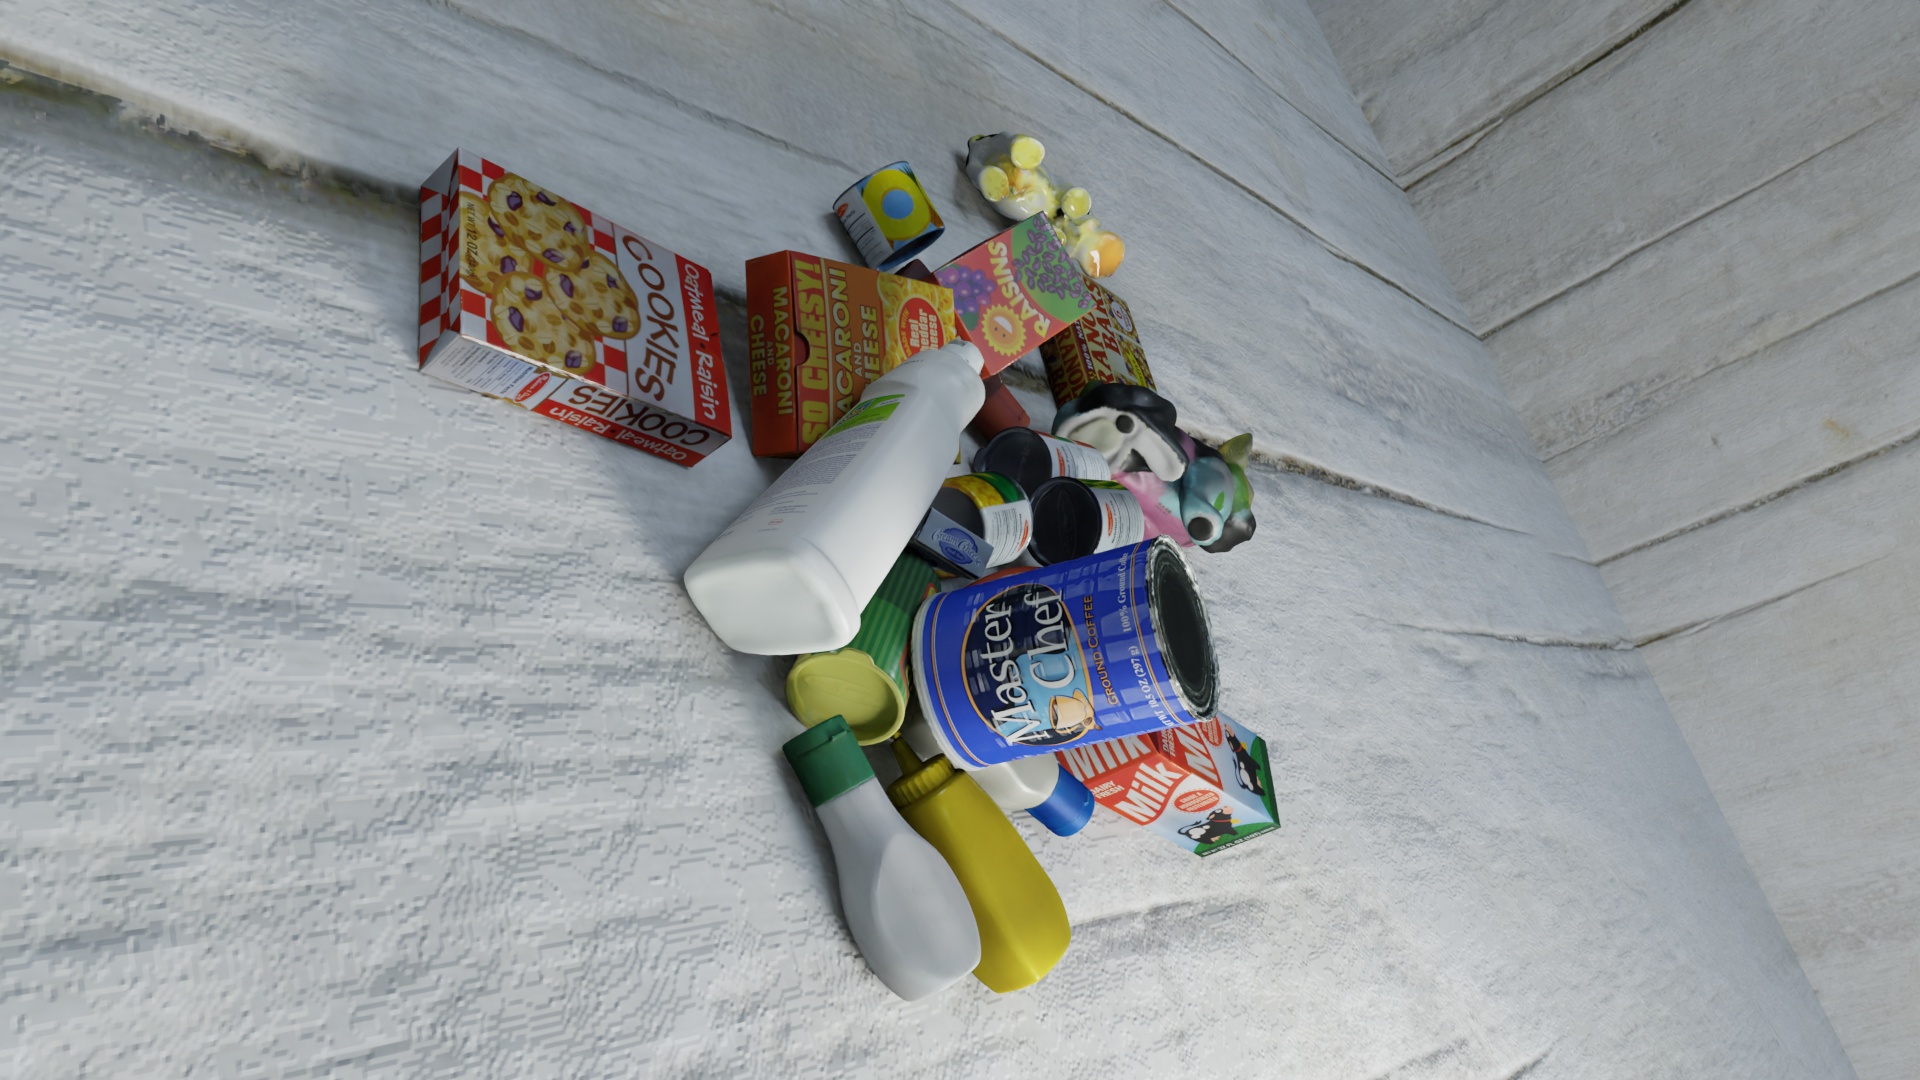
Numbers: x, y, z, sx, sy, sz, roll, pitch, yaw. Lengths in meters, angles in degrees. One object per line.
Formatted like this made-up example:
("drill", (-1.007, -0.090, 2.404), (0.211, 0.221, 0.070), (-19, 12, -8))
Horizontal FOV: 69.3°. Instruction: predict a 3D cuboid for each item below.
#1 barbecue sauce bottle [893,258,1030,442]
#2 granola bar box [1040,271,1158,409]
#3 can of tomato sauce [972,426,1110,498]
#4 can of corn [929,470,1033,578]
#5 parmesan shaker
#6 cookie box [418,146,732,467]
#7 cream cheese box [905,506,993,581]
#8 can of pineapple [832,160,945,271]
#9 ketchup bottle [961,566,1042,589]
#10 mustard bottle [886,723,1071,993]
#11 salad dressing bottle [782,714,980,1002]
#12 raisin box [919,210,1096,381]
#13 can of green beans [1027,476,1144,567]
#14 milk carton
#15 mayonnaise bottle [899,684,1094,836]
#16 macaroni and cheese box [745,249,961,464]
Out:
("barbecue sauce bottle", (-0.006, -0.135, 1.034), (0.148, 0.043, 0.065), (50, 41, -15))
("granola bar box", (0.123, -0.161, 1.240), (0.124, 0.039, 0.166), (18, 49, -47))
("can of tomato sauce", (0.061, -0.047, 1.033), (0.083, 0.071, 0.071), (7, 58, -53))
("can of corn", (0.003, -0.012, 0.922), (0.058, 0.071, 0.071), (-13, 75, -57))
("parmesan shaker", (-0.051, 0.054, 0.780), (0.071, 0.071, 0.103), (46, 33, -20))
("cookie box", (-0.203, -0.121, 0.747), (0.167, 0.040, 0.123), (21, 47, -45))
("cream cheese box", (-0.031, -0.005, 0.843), (0.053, 0.104, 0.024), (33, 80, -34))
("can of pineapple", (-0.051, -0.242, 1.037), (0.058, 0.071, 0.071), (59, 31, -1))
("ketchup bottle", (0.048, 0.046, 0.954), (0.065, 0.043, 0.149), (56, 30, 7))
("mustard bottle", (0.001, 0.170, 0.775), (0.160, 0.048, 0.065), (59, 33, 1))
("salad dressing bottle", (-0.043, 0.163, 0.724), (0.064, 0.043, 0.147), (-22, 81, -45))
("raisin box", (0.031, -0.177, 1.015), (0.124, 0.040, 0.086), (-37, 101, -35))
("can of green beans", (0.086, -0.011, 0.969), (0.058, 0.071, 0.071), (2, 62, -52))
("milk carton", (0.137, 0.148, 0.963), (0.190, 0.072, 0.074), (33, 40, -36))
("mayonnaise bottle", (0.023, 0.130, 0.850), (0.148, 0.041, 0.065), (42, 37, -27))
("macaroni and cheese box", (-0.064, -0.112, 0.894), (0.167, 0.040, 0.123), (0, 87, -55))
